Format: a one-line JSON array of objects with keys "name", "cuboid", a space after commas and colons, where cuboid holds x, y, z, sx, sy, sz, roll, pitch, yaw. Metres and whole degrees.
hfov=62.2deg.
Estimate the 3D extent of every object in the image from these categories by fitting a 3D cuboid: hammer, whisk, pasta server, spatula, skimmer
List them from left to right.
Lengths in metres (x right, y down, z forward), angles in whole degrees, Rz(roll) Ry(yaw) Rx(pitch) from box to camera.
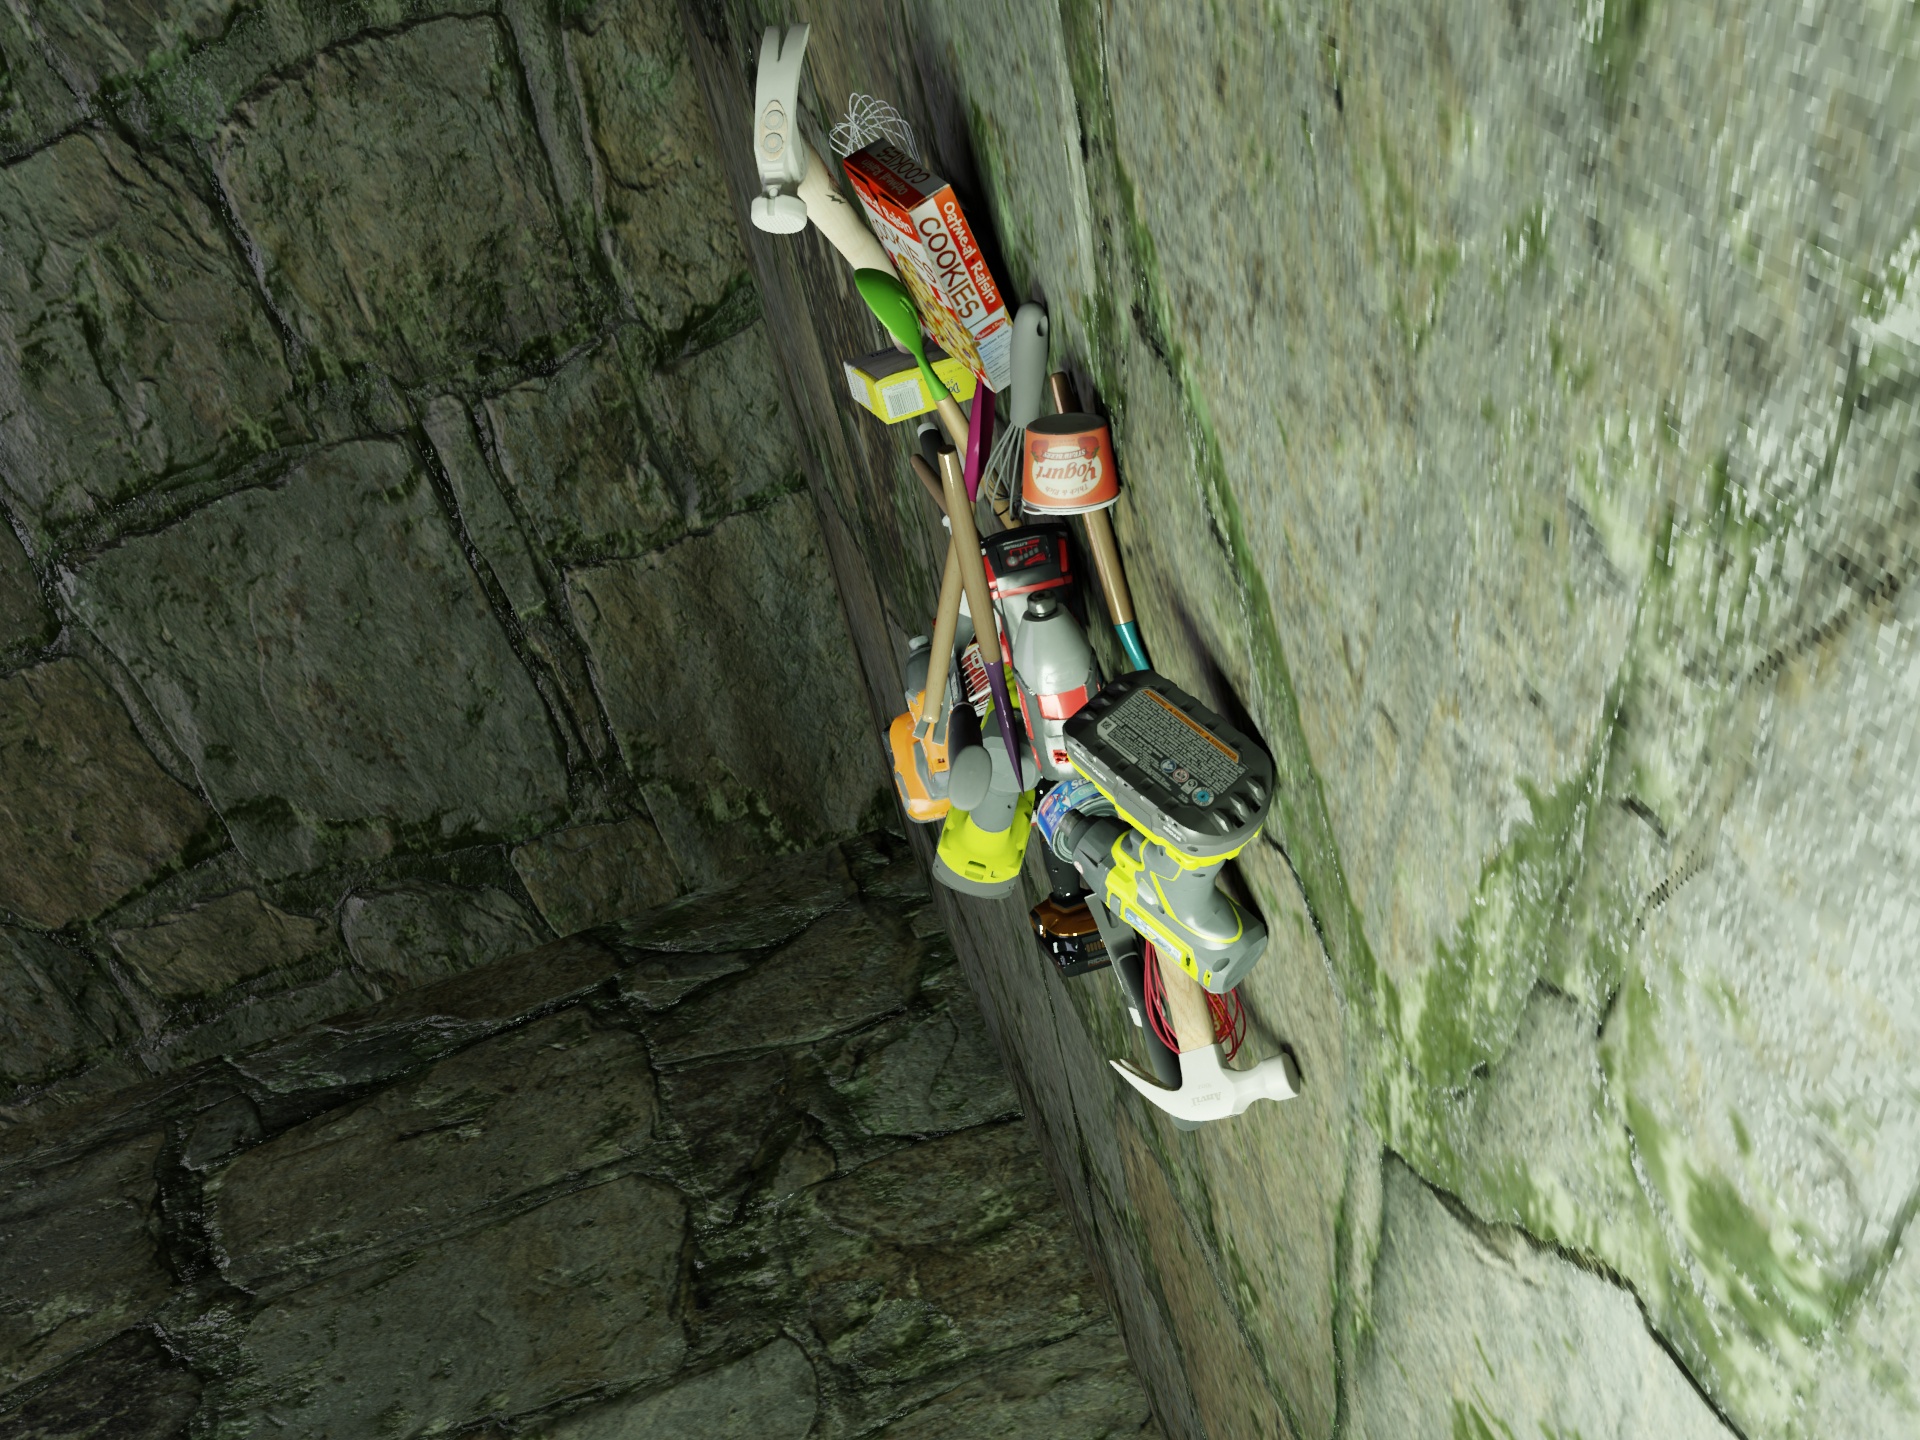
[{"name": "hammer", "cuboid": [-0.084, -0.399, 1.292, 0.410, 0.038, 0.146, 24, -112, -77]}, {"name": "whisk", "cuboid": [-0.039, -0.439, 1.292, 0.070, 0.070, 0.285, 79, 164, -44]}, {"name": "skimmer", "cuboid": [-0.008, -0.164, 1.599, 0.090, 0.127, 0.364, 26, -138, -54]}, {"name": "hammer", "cuboid": [-0.002, -0.004, 1.302, 0.409, 0.036, 0.149, -96, 24, -75]}, {"name": "pasta server", "cuboid": [0.014, -0.186, 1.523, 0.317, 0.040, 0.060, -122, 14, -50]}, {"name": "spatula", "cuboid": [0.018, -0.067, 1.148, 0.060, 0.018, 0.315, -101, -2, -47]}, {"name": "whisk", "cuboid": [0.046, -0.232, 1.214, 0.238, 0.055, 0.055, 92, 158, -61]}, {"name": "spatula", "cuboid": [0.101, -0.093, 1.151, 0.082, 0.044, 0.317, -94, -12, -79]}, {"name": "hammer", "cuboid": [0.164, 0.255, 1.371, 0.335, 0.035, 0.146, -102, -9, -77]}, {"name": "hammer", "cuboid": [0.150, 0.136, 1.203, 0.031, 0.130, 0.331, 20, -129, -56]}, {"name": "whisk", "cuboid": [0.163, 0.172, 1.306, 0.296, 0.073, 0.073, -110, 5, -55]}]

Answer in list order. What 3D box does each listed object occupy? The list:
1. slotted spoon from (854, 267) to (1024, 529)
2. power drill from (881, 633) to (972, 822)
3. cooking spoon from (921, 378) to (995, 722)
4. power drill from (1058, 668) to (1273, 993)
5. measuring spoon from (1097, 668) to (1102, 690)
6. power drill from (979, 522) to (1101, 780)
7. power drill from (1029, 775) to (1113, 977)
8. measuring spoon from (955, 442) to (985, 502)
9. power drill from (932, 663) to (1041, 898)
[{"name": "slotted spoon", "cuboid": [-0.006, -0.254, 1.321, 0.313, 0.031, 0.070, 55, -163, -47]}, {"name": "power drill", "cuboid": [-0.029, 0.012, 1.688, 0.226, 0.084, 0.164, 114, 139, -72]}, {"name": "cooking spoon", "cuboid": [0.001, -0.152, 1.284, 0.068, 0.017, 0.319, 60, -142, -72]}, {"name": "power drill", "cuboid": [0.130, 0.074, 1.062, 0.171, 0.080, 0.223, 39, 157, 26]}, {"name": "measuring spoon", "cuboid": [0.126, -0.012, 1.301, 0.129, 0.021, 0.042, 51, 162, 45]}, {"name": "power drill", "cuboid": [0.064, -0.064, 1.210, 0.220, 0.078, 0.143, -99, -4, -62]}, {"name": "power drill", "cuboid": [0.107, 0.131, 1.554, 0.185, 0.084, 0.226, -148, 44, -76]}, {"name": "measuring spoon", "cuboid": [0.006, -0.271, 1.556, 0.034, 0.018, 0.124, 112, 146, -76]}, {"name": "power drill", "cuboid": [0.043, 0.030, 1.405, 0.228, 0.080, 0.191, 104, -178, -45]}]
